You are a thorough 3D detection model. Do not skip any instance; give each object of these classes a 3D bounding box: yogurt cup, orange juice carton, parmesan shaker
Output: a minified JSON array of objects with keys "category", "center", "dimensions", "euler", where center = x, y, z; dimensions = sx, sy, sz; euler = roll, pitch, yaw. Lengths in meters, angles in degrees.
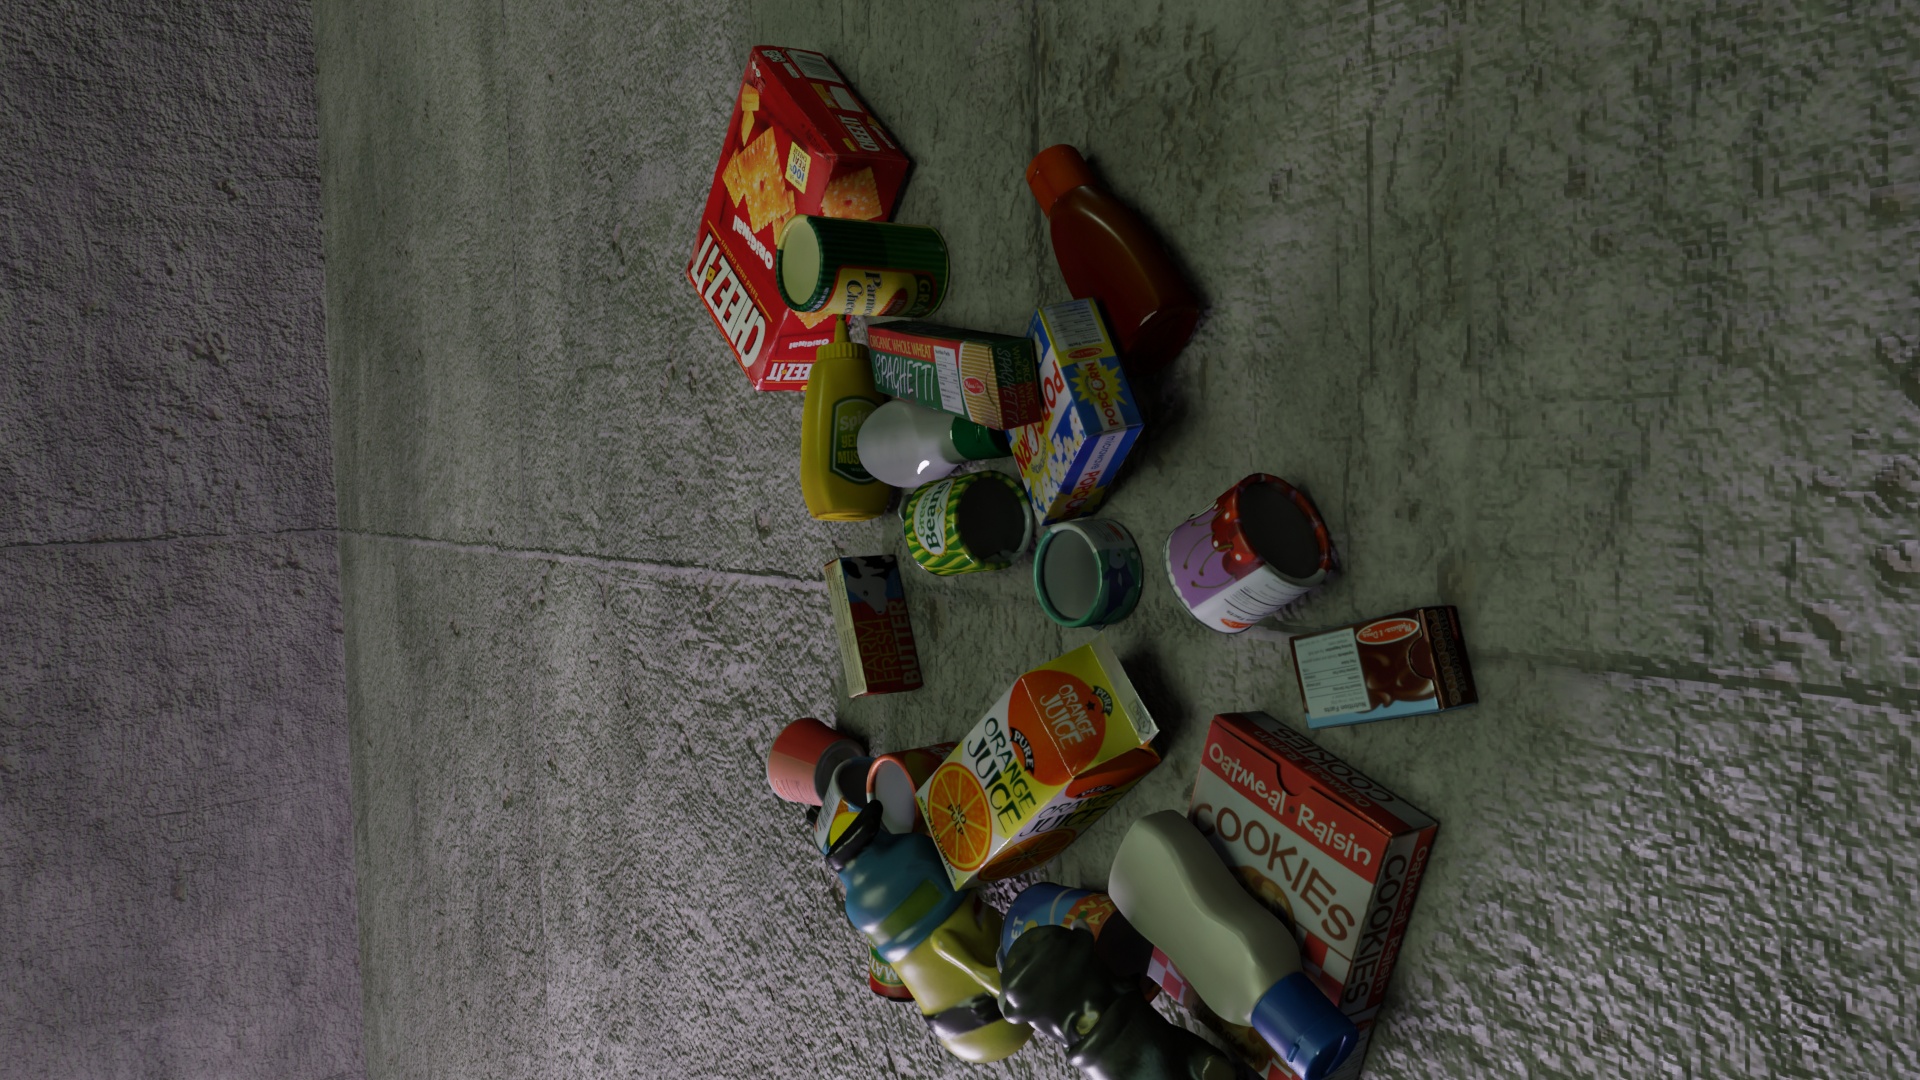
[{"category":"yogurt cup","center":[-0.110,0.177,1.090],"dimensions":[0.054,0.072,0.072],"euler":[9,100,45]},{"category":"orange juice carton","center":[0.053,0.136,0.853],"dimensions":[0.191,0.073,0.072],"euler":[-53,52,41]},{"category":"parmesan shaker","center":[-0.070,-0.188,0.968],"dimensions":[0.071,0.103,0.071],"euler":[8,100,53]}]

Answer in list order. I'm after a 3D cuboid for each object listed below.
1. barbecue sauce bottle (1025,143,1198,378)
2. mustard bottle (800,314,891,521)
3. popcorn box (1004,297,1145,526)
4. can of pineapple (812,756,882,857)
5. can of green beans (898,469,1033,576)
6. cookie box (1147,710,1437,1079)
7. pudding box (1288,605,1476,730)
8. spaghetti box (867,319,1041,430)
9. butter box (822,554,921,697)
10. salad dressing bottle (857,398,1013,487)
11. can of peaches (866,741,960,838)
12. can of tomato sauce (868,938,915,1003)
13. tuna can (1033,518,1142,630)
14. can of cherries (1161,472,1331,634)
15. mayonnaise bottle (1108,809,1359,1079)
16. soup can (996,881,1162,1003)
[{"category":"barbecue sauce bottle","center":[0.083,-0.169,0.811],"dimensions":[0.149,0.044,0.064],"euler":[65,146,28]},{"category":"mustard bottle","center":[-0.087,-0.096,1.034],"dimensions":[0.048,0.065,0.160],"euler":[-13,79,58]},{"category":"popcorn box","center":[0.062,-0.073,0.815],"dimensions":[0.126,0.038,0.085],"euler":[111,143,-66]},{"category":"can of pineapple","center":[-0.069,0.204,1.036],"dimensions":[0.071,0.071,0.057],"euler":[48,129,40]},{"category":"can of green beans","center":[0.005,-0.011,0.912],"dimensions":[0.057,0.071,0.071],"euler":[-9,86,54]},{"category":"cookie box","center":[0.168,0.191,0.729],"dimensions":[0.123,0.040,0.166],"euler":[32,119,48]},{"category":"pudding box","center":[0.204,0.063,0.677],"dimensions":[0.083,0.030,0.050],"euler":[-22,74,52]},{"category":"spaghetti box","center":[-0.011,-0.111,0.895],"dimensions":[0.250,0.029,0.050],"euler":[-151,51,-67]},{"category":"butter box","center":[-0.065,0.063,1.026],"dimensions":[0.024,0.053,0.103],"euler":[-26,73,49]},{"category":"salad dressing bottle","center":[-0.014,-0.070,0.953],"dimensions":[0.147,0.044,0.064],"euler":[-2,97,53]},{"category":"can of peaches","center":[-0.024,0.176,0.976],"dimensions":[0.071,0.058,0.071],"euler":[8,100,54]},{"category":"can of tomato sauce","center":[-0.035,0.276,0.988],"dimensions":[0.071,0.071,0.083],"euler":[0,93,54]},{"category":"tuna can","center":[0.076,0.022,0.846],"dimensions":[0.071,0.033,0.071],"euler":[6,97,53]},{"category":"can of cherries","center":[0.147,0.005,0.719],"dimensions":[0.058,0.072,0.071],"euler":[-43,60,47]},{"category":"mayonnaise bottle","center":[0.136,0.206,0.705],"dimensions":[0.148,0.041,0.064],"euler":[44,129,42]},{"category":"soup can","center":[0.073,0.246,0.837],"dimensions":[0.083,0.071,0.071],"euler":[-9,86,54]}]
